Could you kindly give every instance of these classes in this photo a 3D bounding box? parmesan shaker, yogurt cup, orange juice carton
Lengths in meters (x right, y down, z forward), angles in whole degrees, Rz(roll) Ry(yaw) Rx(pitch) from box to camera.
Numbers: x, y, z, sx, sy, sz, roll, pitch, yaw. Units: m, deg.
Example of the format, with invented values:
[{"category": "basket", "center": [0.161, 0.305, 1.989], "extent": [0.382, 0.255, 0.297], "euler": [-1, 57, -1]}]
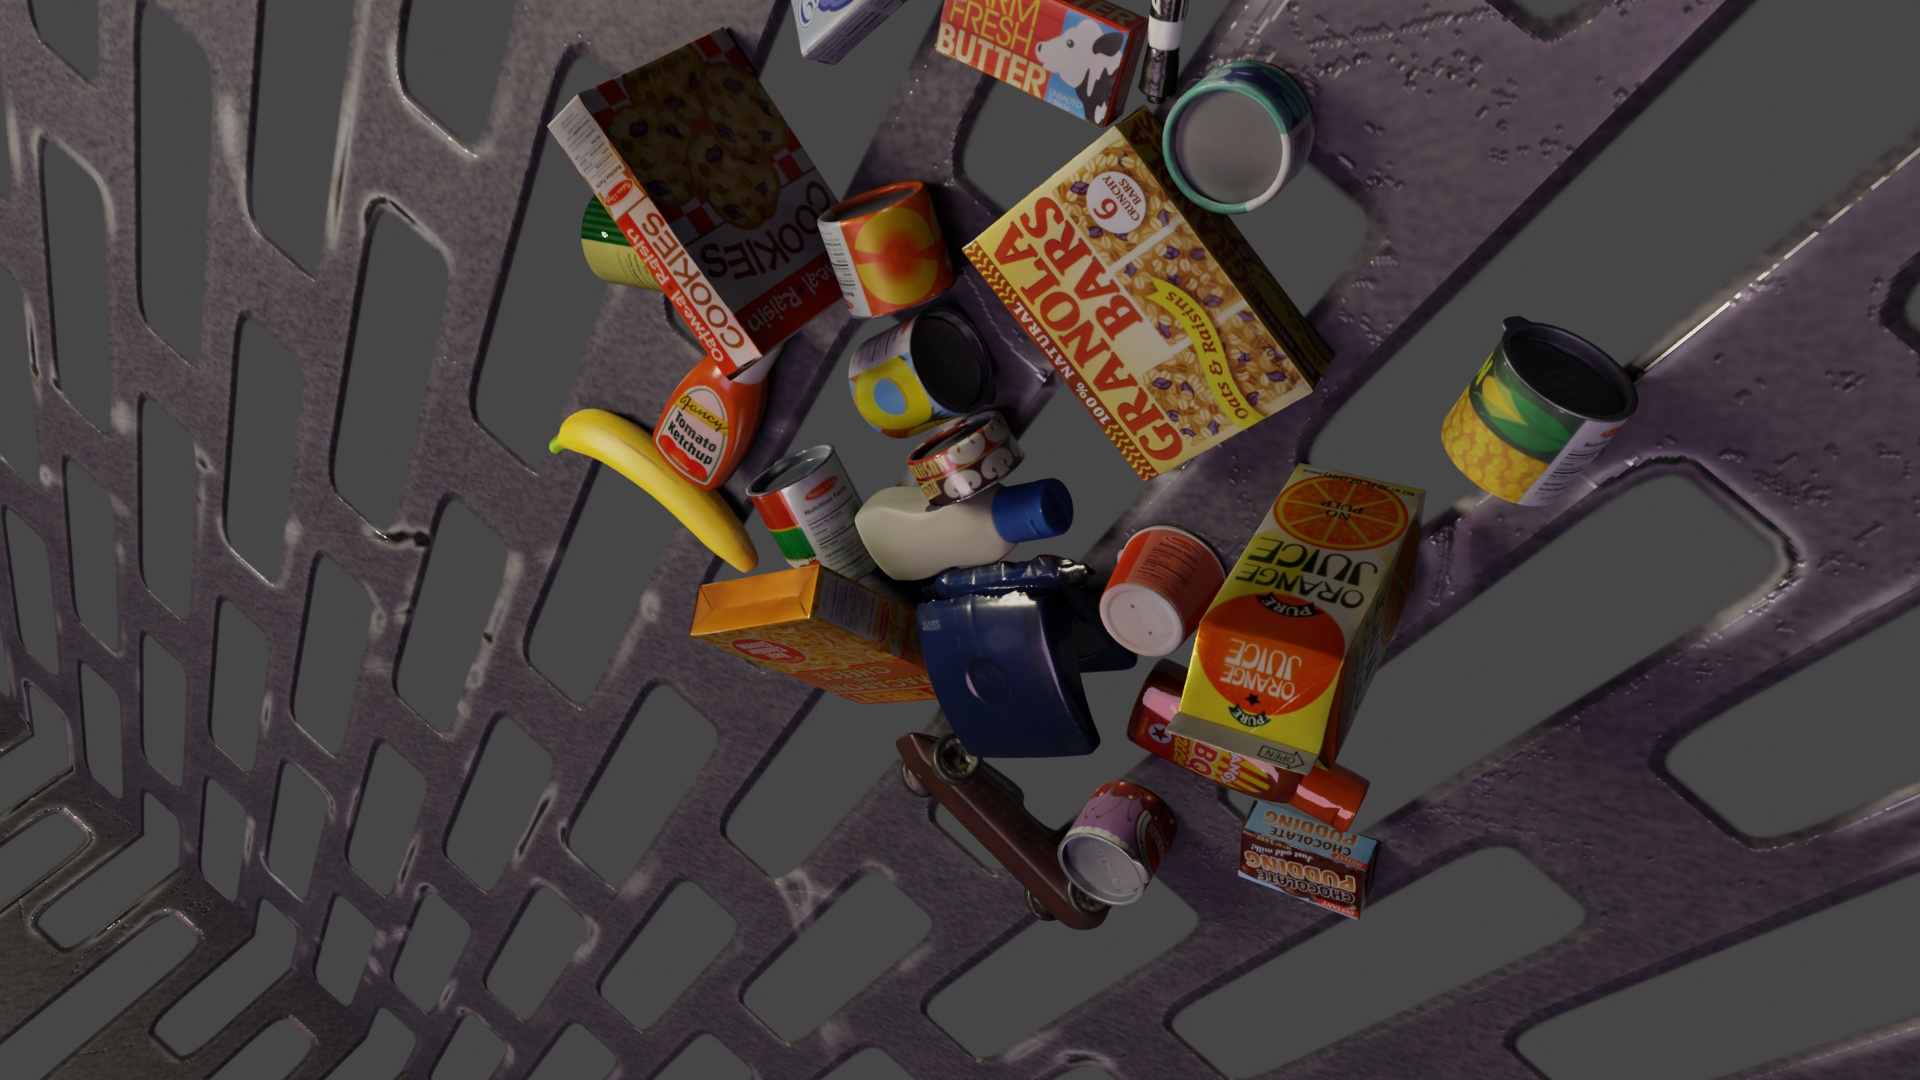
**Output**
[{"category": "parmesan shaker", "center": [-0.178, -0.189, 0.869], "extent": [0.103, 0.072, 0.071], "euler": [15, 130, 28]}, {"category": "yogurt cup", "center": [0.119, 0.033, 0.833], "extent": [0.072, 0.054, 0.072], "euler": [19, 131, 23]}, {"category": "orange juice carton", "center": [0.172, 0.045, 0.702], "extent": [0.072, 0.194, 0.072], "euler": [15, 131, 25]}]

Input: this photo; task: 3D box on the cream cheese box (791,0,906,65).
[{"category": "cream cheese box", "center": [-0.048, -0.293, 0.709], "extent": [0.103, 0.024, 0.053], "euler": [-23, 73, 44]}]

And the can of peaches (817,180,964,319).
[{"category": "can of peaches", "center": [-0.039, -0.167, 0.789], "extent": [0.071, 0.071, 0.058], "euler": [-1, 121, 36]}]

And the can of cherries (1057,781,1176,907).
[{"category": "can of cherries", "center": [0.113, 0.212, 0.973], "extent": [0.071, 0.059, 0.071], "euler": [19, 131, 24]}]

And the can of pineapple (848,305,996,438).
[{"category": "can of pineapple", "center": [-0.023, -0.097, 0.828], "extent": [0.057, 0.071, 0.071], "euler": [-18, 110, 43]}]

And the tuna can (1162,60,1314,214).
[{"category": "tuna can", "center": [0.130, -0.194, 0.666], "extent": [0.071, 0.033, 0.070], "euler": [19, 132, 23]}]

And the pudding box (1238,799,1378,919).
[{"category": "pudding box", "center": [0.226, 0.208, 0.907], "extent": [0.084, 0.030, 0.049], "euler": [17, 132, 26]}]

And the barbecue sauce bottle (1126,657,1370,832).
[{"category": "barbecue sauce bottle", "center": [0.180, 0.132, 0.872], "extent": [0.149, 0.044, 0.064], "euler": [26, 133, 17]}]

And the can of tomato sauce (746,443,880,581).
[{"category": "can of tomato sauce", "center": [-0.098, -0.014, 0.947], "extent": [0.071, 0.071, 0.083], "euler": [-9, 117, 40]}]

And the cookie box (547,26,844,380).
[{"category": "cookie box", "center": [-0.135, -0.193, 0.793], "extent": [0.040, 0.123, 0.167], "euler": [-21, 108, 45]}]

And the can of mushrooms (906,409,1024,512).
[{"category": "can of mushrooms", "center": [0.001, -0.049, 0.844], "extent": [0.071, 0.071, 0.033], "euler": [-15, 111, 42]}]

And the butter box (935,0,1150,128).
[{"category": "butter box", "center": [0.039, -0.252, 0.693], "extent": [0.103, 0.024, 0.052], "euler": [30, 135, 14]}]

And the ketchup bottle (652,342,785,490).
[{"category": "ketchup bottle", "center": [-0.160, -0.098, 0.944], "extent": [0.065, 0.044, 0.148], "euler": [42, 136, 2]}]

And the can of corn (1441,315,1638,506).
[{"category": "can of corn", "center": [0.266, -0.060, 0.647], "extent": [0.071, 0.071, 0.058], "euler": [33, 136, 11]}]

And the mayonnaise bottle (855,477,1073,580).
[{"category": "mayonnaise bottle", "center": [0.003, -0.011, 0.894], "extent": [0.148, 0.041, 0.064], "euler": [-10, 123, 39]}]

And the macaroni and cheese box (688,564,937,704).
[{"category": "macaroni and cheese box", "center": [-0.081, 0.068, 0.953], "extent": [0.123, 0.040, 0.166], "euler": [-10, 152, 41]}]

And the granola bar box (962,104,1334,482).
[{"category": "granola bar box", "center": [0.098, -0.126, 0.737], "extent": [0.165, 0.039, 0.123], "euler": [51, 136, -8]}]
